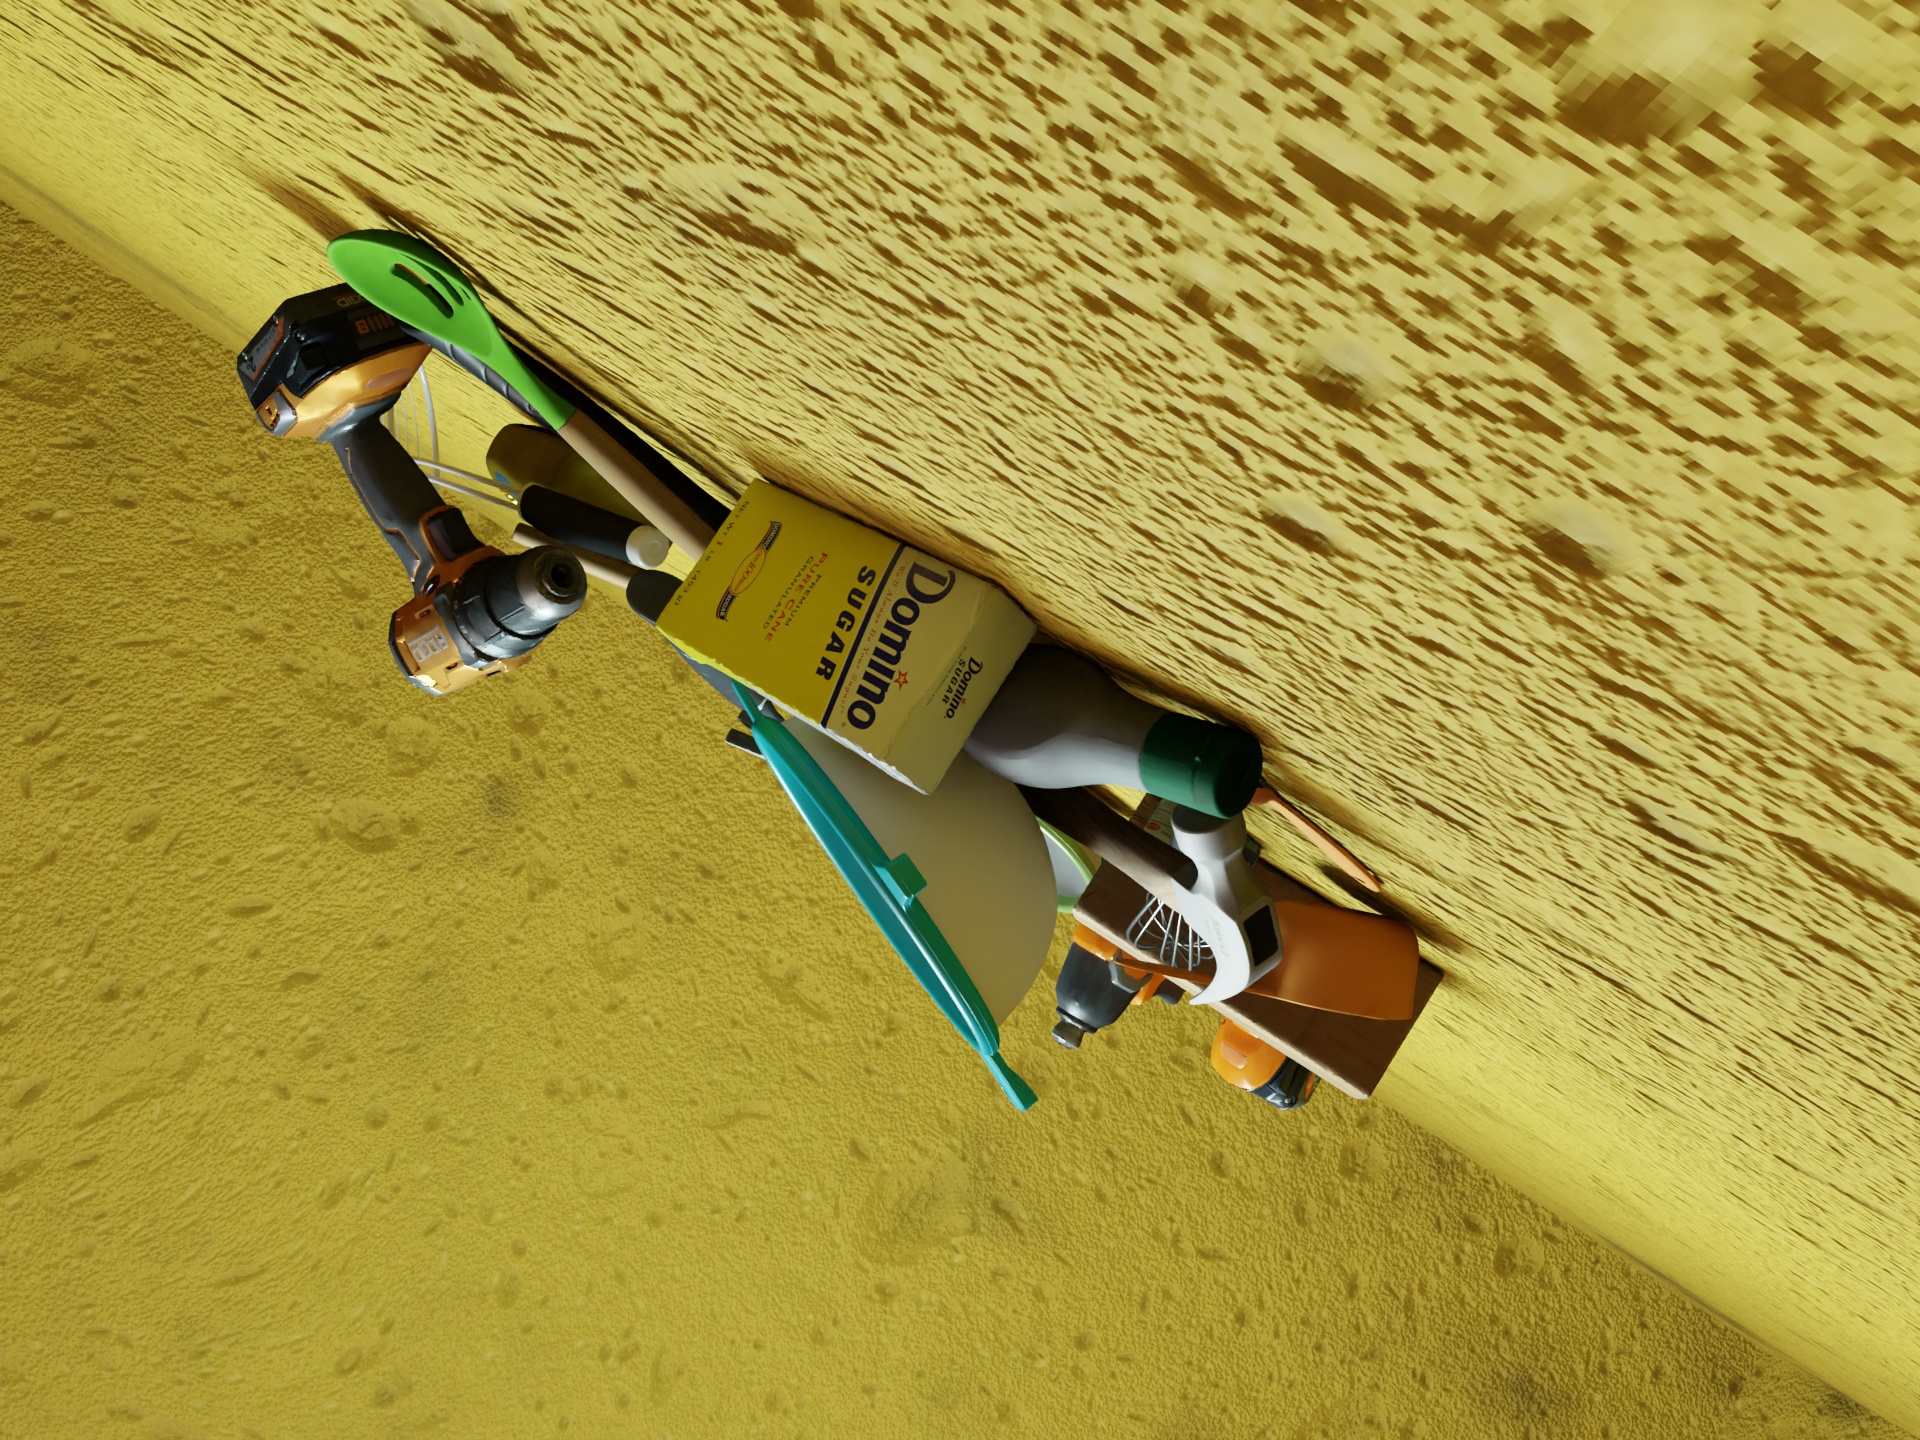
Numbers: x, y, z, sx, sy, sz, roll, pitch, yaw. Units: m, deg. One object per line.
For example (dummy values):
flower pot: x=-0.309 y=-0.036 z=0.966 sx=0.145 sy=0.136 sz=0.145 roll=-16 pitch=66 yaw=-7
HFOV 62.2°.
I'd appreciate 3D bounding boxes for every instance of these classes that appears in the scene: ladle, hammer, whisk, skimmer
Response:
ladle: x=-0.148 y=-0.054 z=1.058 sx=0.320 sy=0.062 sz=0.078 roll=22 pitch=176 yaw=-7
hammer: x=-0.137 y=-0.014 z=1.051 sx=0.149 sy=0.036 sz=0.408 roll=26 pitch=169 yaw=15
whisk: x=0.120 y=0.079 z=0.838 sx=0.059 sy=0.058 sz=0.246 roll=-5 pitch=152 yaw=1
skimmer: x=-0.274 y=-0.153 z=0.983 sx=0.363 sy=0.127 sz=0.090 roll=21 pitch=-148 yaw=39
hammer: x=-0.160 y=-0.128 z=0.888 sx=0.334 sy=0.035 sz=0.146 roll=35 pitch=173 yaw=-20
hammer: x=0.055 y=0.046 z=0.837 sx=0.332 sy=0.031 sz=0.130 roll=33 pitch=149 yaw=56

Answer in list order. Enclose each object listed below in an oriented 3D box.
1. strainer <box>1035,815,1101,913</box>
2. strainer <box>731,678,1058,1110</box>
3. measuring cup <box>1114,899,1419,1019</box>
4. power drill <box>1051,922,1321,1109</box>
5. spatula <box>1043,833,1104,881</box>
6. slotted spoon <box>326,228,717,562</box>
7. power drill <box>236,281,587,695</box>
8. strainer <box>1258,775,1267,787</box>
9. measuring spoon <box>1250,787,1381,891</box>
strainer: x=0.033 y=0.079 z=1.225 sx=0.151 sy=0.069 sz=0.256 roll=43 pitch=158 yaw=-12
strainer: x=0.009 y=0.104 z=0.873 sx=0.211 sy=0.095 sz=0.340 roll=45 pitch=168 yaw=46
measuring cup: x=0.163 y=0.118 z=0.840 sx=0.173 sy=0.052 sz=0.095 roll=12 pitch=178 yaw=-20
power drill: x=0.169 y=0.189 z=1.124 sx=0.226 sy=0.164 sz=0.084 roll=34 pitch=174 yaw=-29
spatula: x=0.019 y=0.046 z=1.313 sx=0.318 sy=0.082 sz=0.044 roll=34 pitch=140 yaw=35
slotted spoon: x=-0.181 y=-0.135 z=0.806 sx=0.313 sy=0.031 sz=0.070 roll=43 pitch=151 yaw=-26
power drill: x=-0.300 y=-0.131 z=0.891 sx=0.185 sy=0.084 sz=0.226 roll=-14 pitch=104 yaw=50
strainer: x=0.046 y=-0.007 z=0.765 sx=0.259 sy=0.050 sz=0.086 roll=22 pitch=154 yaw=48
measuring spoon: x=0.167 y=0.058 z=0.762 sx=0.116 sy=0.011 sz=0.021 roll=37 pitch=173 yaw=-33
